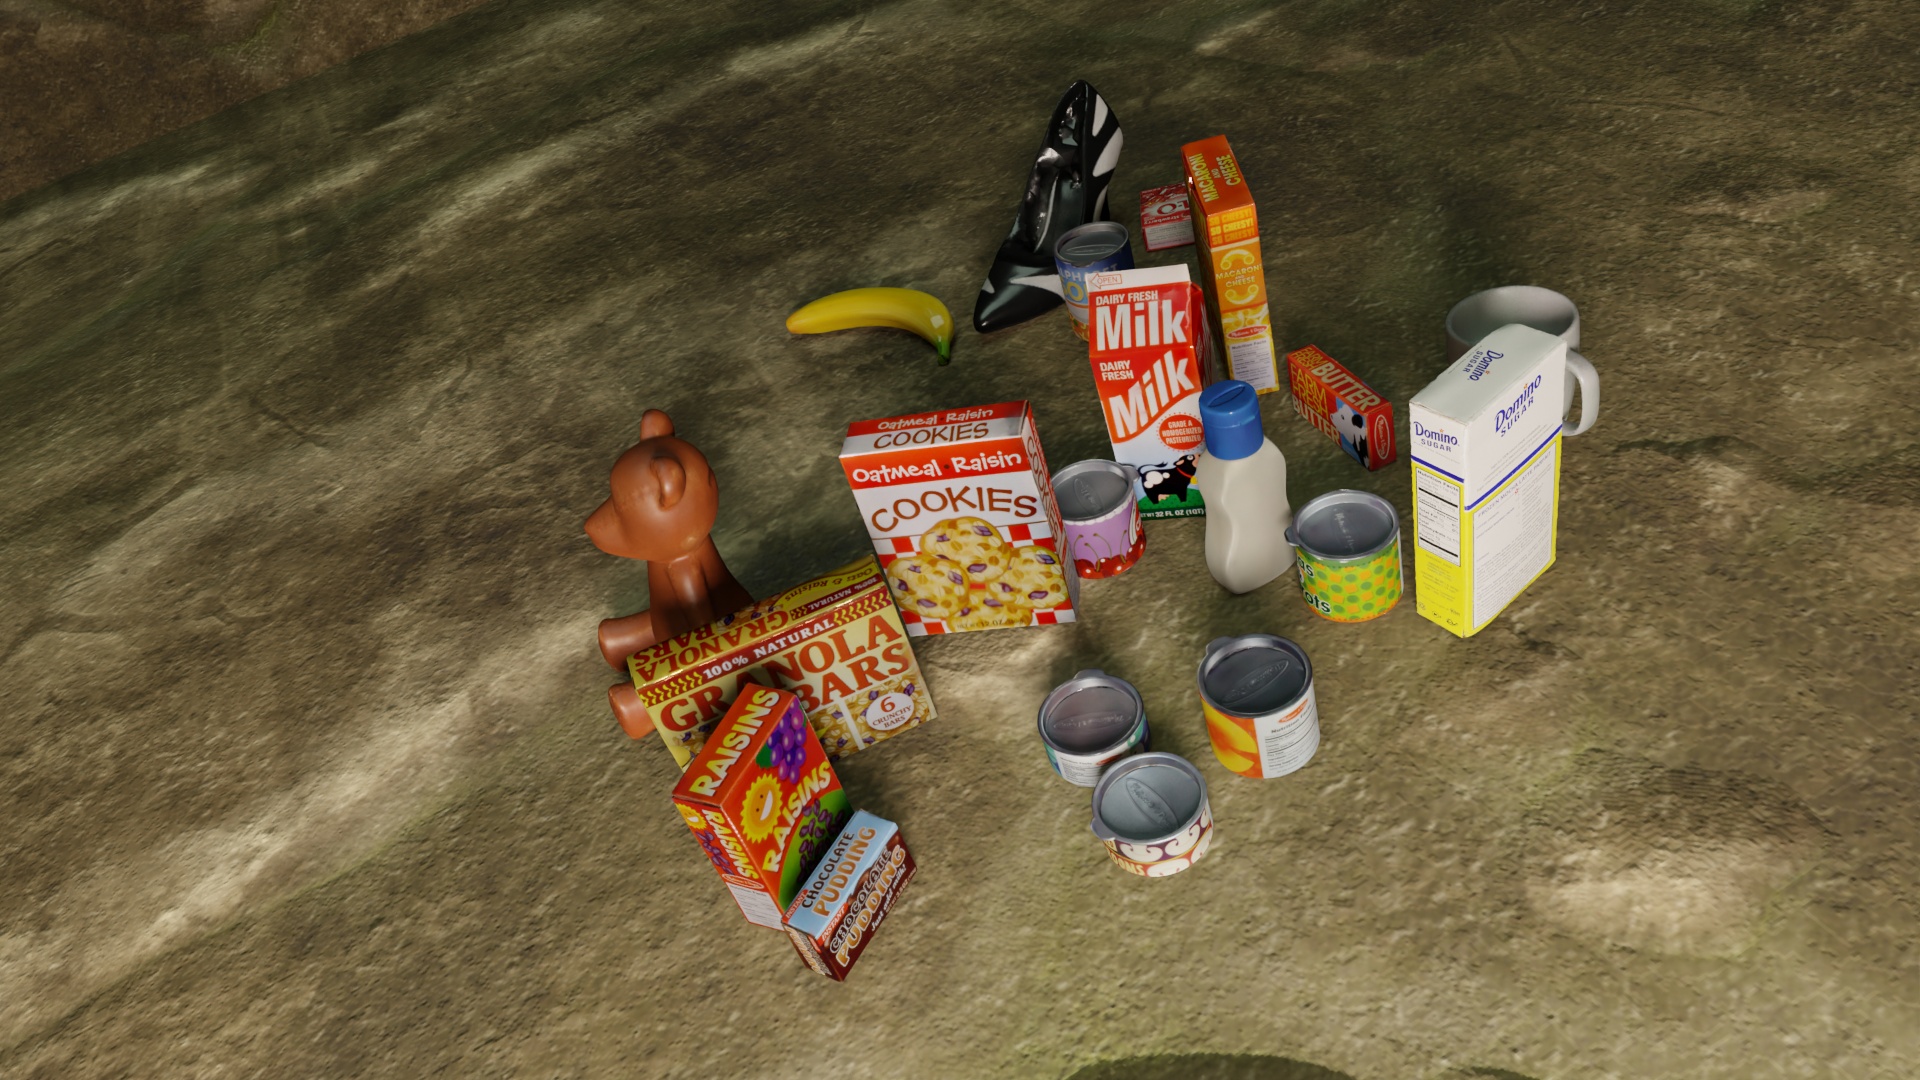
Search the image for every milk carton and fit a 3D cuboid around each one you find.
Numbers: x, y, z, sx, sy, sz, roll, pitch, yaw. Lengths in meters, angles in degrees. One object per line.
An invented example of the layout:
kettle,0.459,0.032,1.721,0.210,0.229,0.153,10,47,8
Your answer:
milk carton,0.140,-0.109,0.975,0.072,0.189,0.074,-3,41,19

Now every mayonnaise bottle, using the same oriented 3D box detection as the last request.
mayonnaise bottle,0.184,-0.036,0.904,0.065,0.147,0.041,-30,40,-14

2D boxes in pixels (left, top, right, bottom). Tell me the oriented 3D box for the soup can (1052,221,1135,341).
soup can,0.120,-0.221,1.202,0.071,0.083,0.072,-11,39,9

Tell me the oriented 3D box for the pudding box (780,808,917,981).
pudding box,-0.063,0.203,0.798,0.030,0.049,0.084,12,48,33

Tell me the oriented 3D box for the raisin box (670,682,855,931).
raisin box,-0.111,0.157,0.813,0.040,0.122,0.086,7,45,29

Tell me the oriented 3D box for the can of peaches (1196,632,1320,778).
can of peaches,0.176,0.097,0.822,0.071,0.057,0.071,-11,39,9

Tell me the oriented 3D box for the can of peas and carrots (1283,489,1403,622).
can of peas and carrots,0.247,0.011,0.894,0.071,0.058,0.071,-11,39,9

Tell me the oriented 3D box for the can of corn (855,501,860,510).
can of corn,-0.038,-0.019,1.045,0.071,0.058,0.071,-11,39,9

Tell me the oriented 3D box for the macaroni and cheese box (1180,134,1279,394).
macaroni and cheese box,0.211,-0.214,1.090,0.040,0.165,0.124,-13,39,8

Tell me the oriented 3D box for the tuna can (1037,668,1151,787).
tuna can,0.083,0.115,0.857,0.071,0.032,0.071,-11,39,9

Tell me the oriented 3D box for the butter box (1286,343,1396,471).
butter box,0.278,-0.099,1.017,0.024,0.053,0.104,-25,39,-8

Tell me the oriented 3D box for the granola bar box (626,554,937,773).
granola bar box,-0.110,0.094,0.887,0.166,0.123,0.039,-23,39,-5

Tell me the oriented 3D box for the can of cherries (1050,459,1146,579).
can of cherries,0.098,-0.015,0.986,0.071,0.058,0.072,-11,39,9

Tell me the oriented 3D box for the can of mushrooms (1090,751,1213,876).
can of mushrooms,0.108,0.158,0.796,0.071,0.033,0.071,-11,39,9

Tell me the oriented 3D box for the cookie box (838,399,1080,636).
cookie box,0.003,-0.012,0.933,0.123,0.166,0.040,-6,40,16
